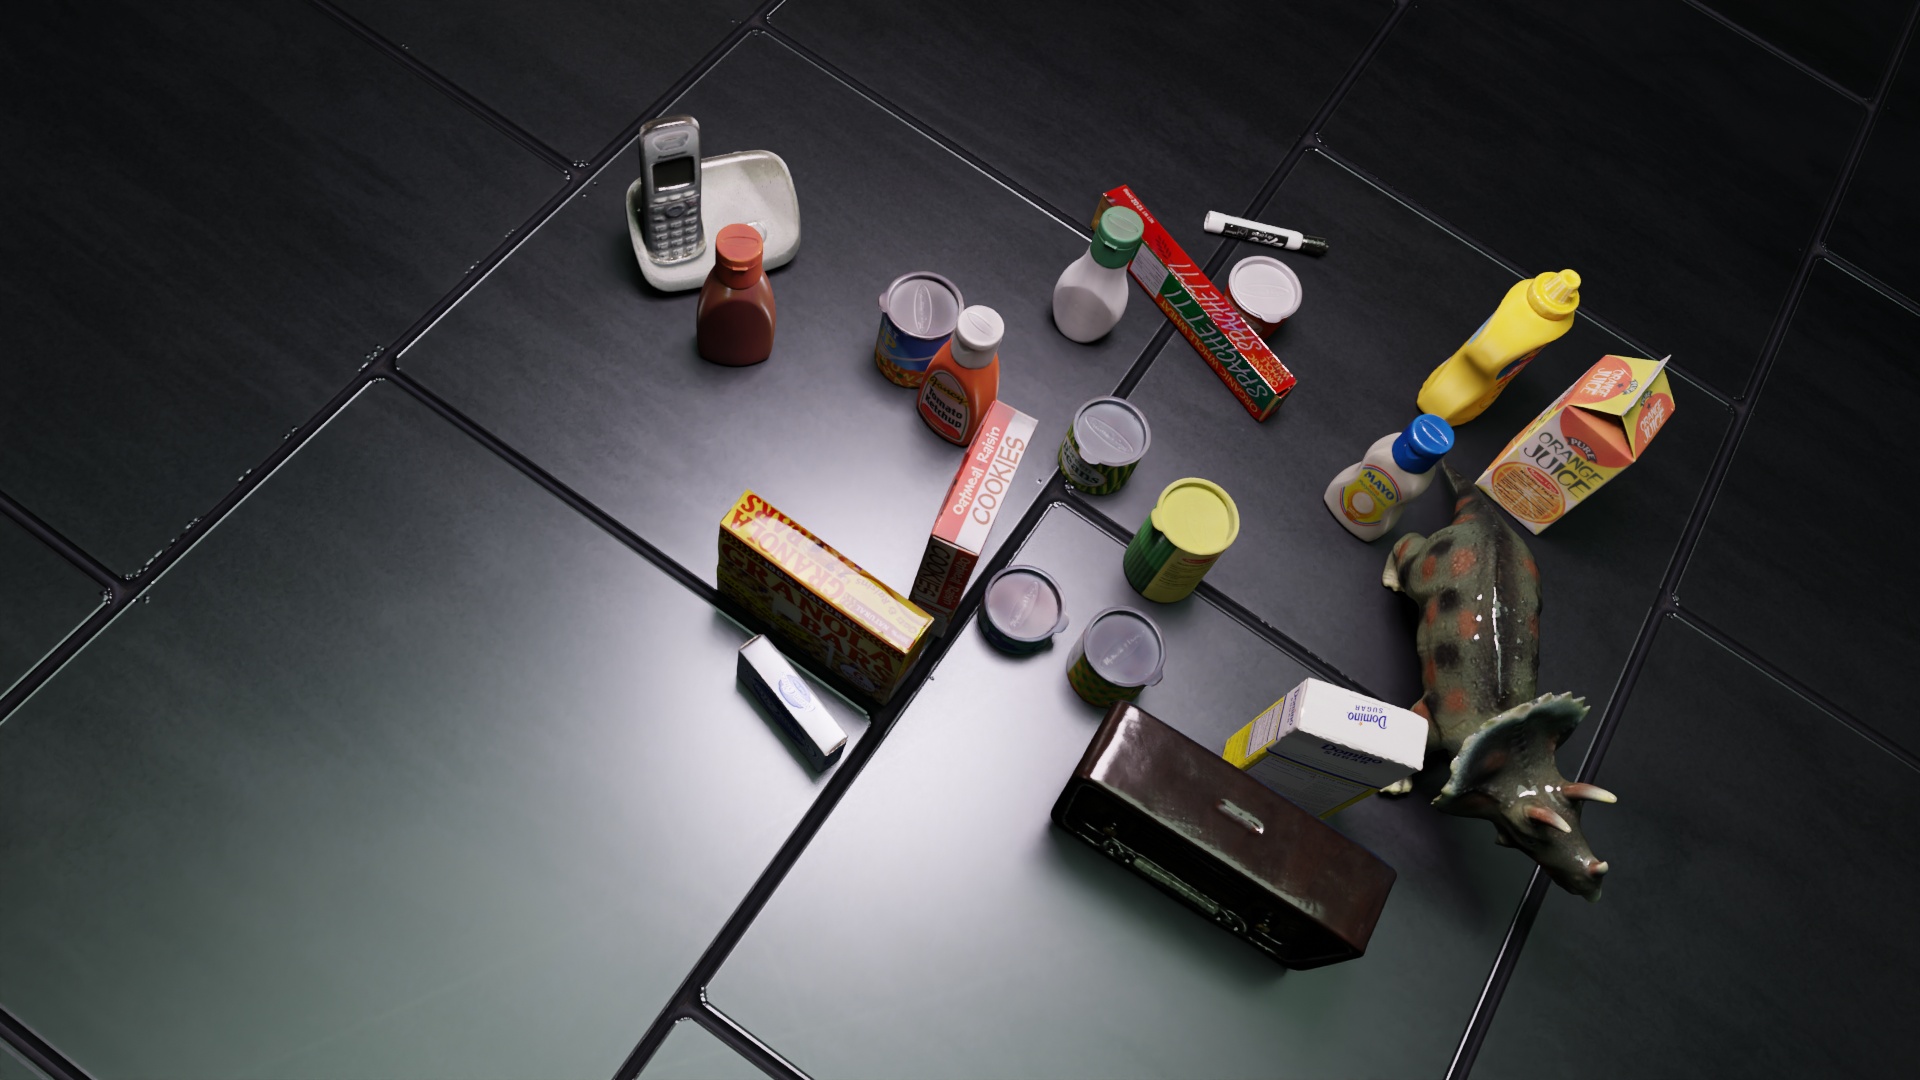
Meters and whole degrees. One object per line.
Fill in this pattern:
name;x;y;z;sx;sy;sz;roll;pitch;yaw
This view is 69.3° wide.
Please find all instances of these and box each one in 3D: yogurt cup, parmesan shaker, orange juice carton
yogurt cup;0.270;-0.217;1.268;0.072;0.053;0.072;4;65;-9
parmesan shaker;0.173;0.002;1.120;0.071;0.102;0.071;4;65;-9
orange juice carton;0.529;-0.087;1.179;0.073;0.191;0.072;43;65;10

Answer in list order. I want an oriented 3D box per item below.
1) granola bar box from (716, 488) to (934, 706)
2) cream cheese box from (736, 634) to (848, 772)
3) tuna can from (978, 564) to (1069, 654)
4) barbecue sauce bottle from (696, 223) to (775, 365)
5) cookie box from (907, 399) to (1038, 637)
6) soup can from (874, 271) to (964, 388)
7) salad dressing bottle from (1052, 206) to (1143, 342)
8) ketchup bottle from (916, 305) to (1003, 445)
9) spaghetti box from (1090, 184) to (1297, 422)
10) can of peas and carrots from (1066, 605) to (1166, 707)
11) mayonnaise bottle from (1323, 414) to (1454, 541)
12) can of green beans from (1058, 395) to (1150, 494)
granola bar box;-0.105;0.046;1.034;0.165;0.123;0.039;34;64;6
cream cheese box;-0.126;0.122;1.035;0.024;0.053;0.104;-37;77;-23
tuna can;0.051;0.057;1.110;0.071;0.032;0.071;4;65;-9
barbecue sauce bottle;-0.180;-0.196;1.120;0.065;0.148;0.044;0;66;-11
cookie box;0.004;-0.013;1.059;0.040;0.166;0.123;24;64;1
soup can;-0.039;-0.177;1.174;0.071;0.083;0.071;4;65;-9
salad dressing bottle;0.120;-0.227;1.191;0.064;0.147;0.044;29;64;3
ketchup bottle;0.004;-0.136;1.126;0.065;0.148;0.044;41;65;9
spaghetti box;0.209;-0.215;1.257;0.029;0.050;0.250;-32;75;-22
can of peas and carrots;0.124;0.094;1.092;0.071;0.058;0.071;4;65;-9
mayonnaise bottle;0.359;-0.055;1.156;0.041;0.147;0.065;-37;77;-23
can of green beans;0.120;-0.079;1.173;0.071;0.057;0.071;4;65;-9
